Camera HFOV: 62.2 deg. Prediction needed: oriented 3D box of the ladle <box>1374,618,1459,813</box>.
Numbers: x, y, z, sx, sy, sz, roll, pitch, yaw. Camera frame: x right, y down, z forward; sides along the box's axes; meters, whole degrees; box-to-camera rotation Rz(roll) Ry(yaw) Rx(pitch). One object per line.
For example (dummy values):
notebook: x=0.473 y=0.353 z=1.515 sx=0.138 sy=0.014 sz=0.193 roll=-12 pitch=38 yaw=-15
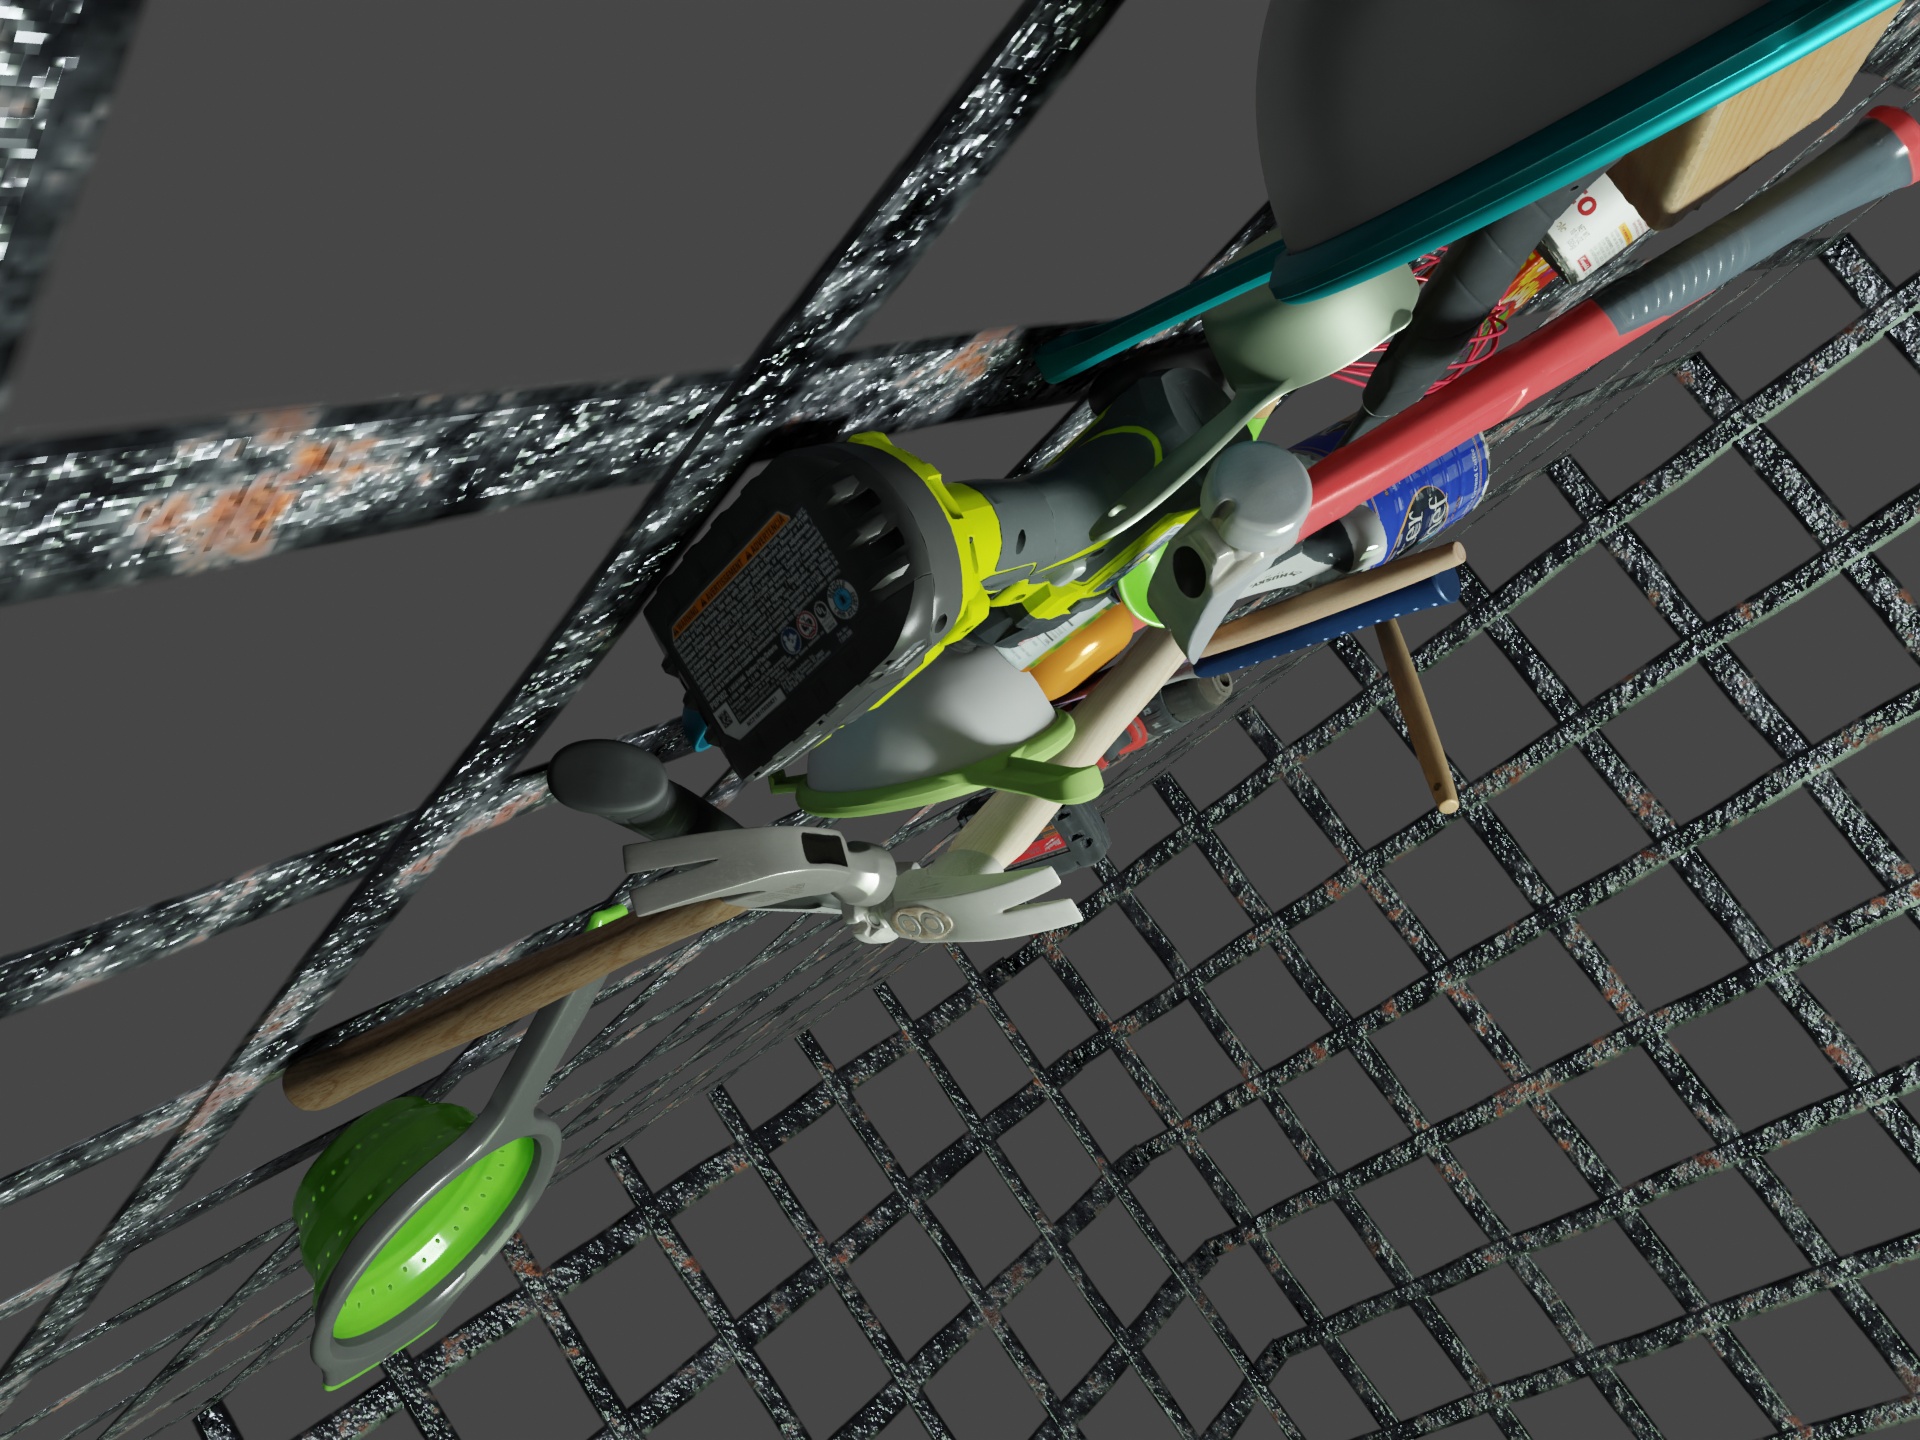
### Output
ladle: x=0.308 y=-0.050 z=1.109 sx=0.078 sy=0.062 sz=0.320 roll=-39 pitch=-147 yaw=29

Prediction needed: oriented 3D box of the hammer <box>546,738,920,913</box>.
hammer: x=-0.124 y=0.061 z=0.799 sx=0.146 sy=0.035 sz=0.334 roll=1 pitch=166 yaw=11

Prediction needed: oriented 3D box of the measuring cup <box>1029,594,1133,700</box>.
measuring cup: x=0.035 y=-0.030 z=0.990 sx=0.173 sy=0.052 sz=0.095 roll=-34 pitch=171 yaw=-25

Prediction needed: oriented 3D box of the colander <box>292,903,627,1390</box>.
colander: x=-0.334 y=0.256 z=1.039 sx=0.397 sy=0.094 sz=0.204 roll=-59 pitch=163 yaw=19

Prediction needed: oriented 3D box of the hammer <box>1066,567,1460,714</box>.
hammer: x=0.164 y=-0.033 z=1.158 sx=0.405 sy=0.035 sz=0.144 roll=-21 pitch=-179 yaw=37

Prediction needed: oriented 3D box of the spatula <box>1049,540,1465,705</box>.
spatula: x=0.165 y=-0.052 z=0.971 sx=0.316 sy=0.018 sz=0.060 roll=-20 pitch=-172 yaw=44

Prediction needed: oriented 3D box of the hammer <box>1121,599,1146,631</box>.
hammer: x=0.171 y=-0.103 z=1.174 sx=0.359 sy=0.037 sz=0.149 roll=-31 pitch=169 yaw=-31

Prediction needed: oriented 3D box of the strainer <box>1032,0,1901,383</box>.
strainer: x=0.117 y=-0.188 z=0.450 sx=0.211 sy=0.095 sz=0.340 roll=-39 pitch=-165 yaw=-35

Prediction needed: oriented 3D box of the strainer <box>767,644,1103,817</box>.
strainer: x=-0.001 y=-0.002 z=0.777 sx=0.151 sy=0.069 sz=0.256 roll=-19 pitch=-170 yaw=-20

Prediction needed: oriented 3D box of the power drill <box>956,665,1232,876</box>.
power drill: x=0.118 y=0.033 z=1.329 sx=0.188 sy=0.080 sz=0.227 roll=-23 pitch=-164 yaw=40

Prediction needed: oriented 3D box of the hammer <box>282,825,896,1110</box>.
hammer: x=-0.199 y=0.122 z=0.758 sx=0.331 sy=0.031 sz=0.130 roll=-25 pitch=158 yaw=20

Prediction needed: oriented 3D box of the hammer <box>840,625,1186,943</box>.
hammer: x=0.100 y=-0.018 z=0.897 sx=0.146 sy=0.038 sz=0.411 roll=-11 pitch=-153 yaw=46

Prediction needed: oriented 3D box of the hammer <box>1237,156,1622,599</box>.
hammer: x=0.188 y=-0.142 z=0.732 sx=0.149 sy=0.036 sz=0.408 roll=-19 pitch=165 yaw=-11

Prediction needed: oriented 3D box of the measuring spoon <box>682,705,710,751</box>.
measuring spoon: x=-0.092 y=-0.019 z=0.725 sx=0.042 sy=0.021 sz=0.128 roll=-49 pitch=175 yaw=24

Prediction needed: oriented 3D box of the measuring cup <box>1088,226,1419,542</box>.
measuring cup: x=0.094 y=-0.127 z=0.564 sx=0.167 sy=0.038 sz=0.083 roll=-44 pitch=-152 yaw=-21

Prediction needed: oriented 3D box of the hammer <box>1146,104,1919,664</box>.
hammer: x=0.245 y=-0.147 z=0.659 sx=0.386 sy=0.038 sz=0.143 roll=-31 pitch=167 yaw=-14

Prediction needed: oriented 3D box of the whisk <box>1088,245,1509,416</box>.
whisk: x=0.168 y=-0.176 z=0.749 sx=0.296 sy=0.073 sz=0.073 roll=-21 pitch=163 yaw=-36

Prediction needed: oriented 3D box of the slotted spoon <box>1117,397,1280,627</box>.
slotted spoon: x=0.134 y=-0.150 z=0.663 sx=0.070 sy=0.031 sz=0.313 roll=-2 pitch=144 yaw=-18

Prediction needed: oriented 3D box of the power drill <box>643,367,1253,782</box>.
power drill: x=-0.003 y=-0.057 z=0.617 sx=0.223 sy=0.080 sz=0.171 roll=-23 pitch=168 yaw=-48
